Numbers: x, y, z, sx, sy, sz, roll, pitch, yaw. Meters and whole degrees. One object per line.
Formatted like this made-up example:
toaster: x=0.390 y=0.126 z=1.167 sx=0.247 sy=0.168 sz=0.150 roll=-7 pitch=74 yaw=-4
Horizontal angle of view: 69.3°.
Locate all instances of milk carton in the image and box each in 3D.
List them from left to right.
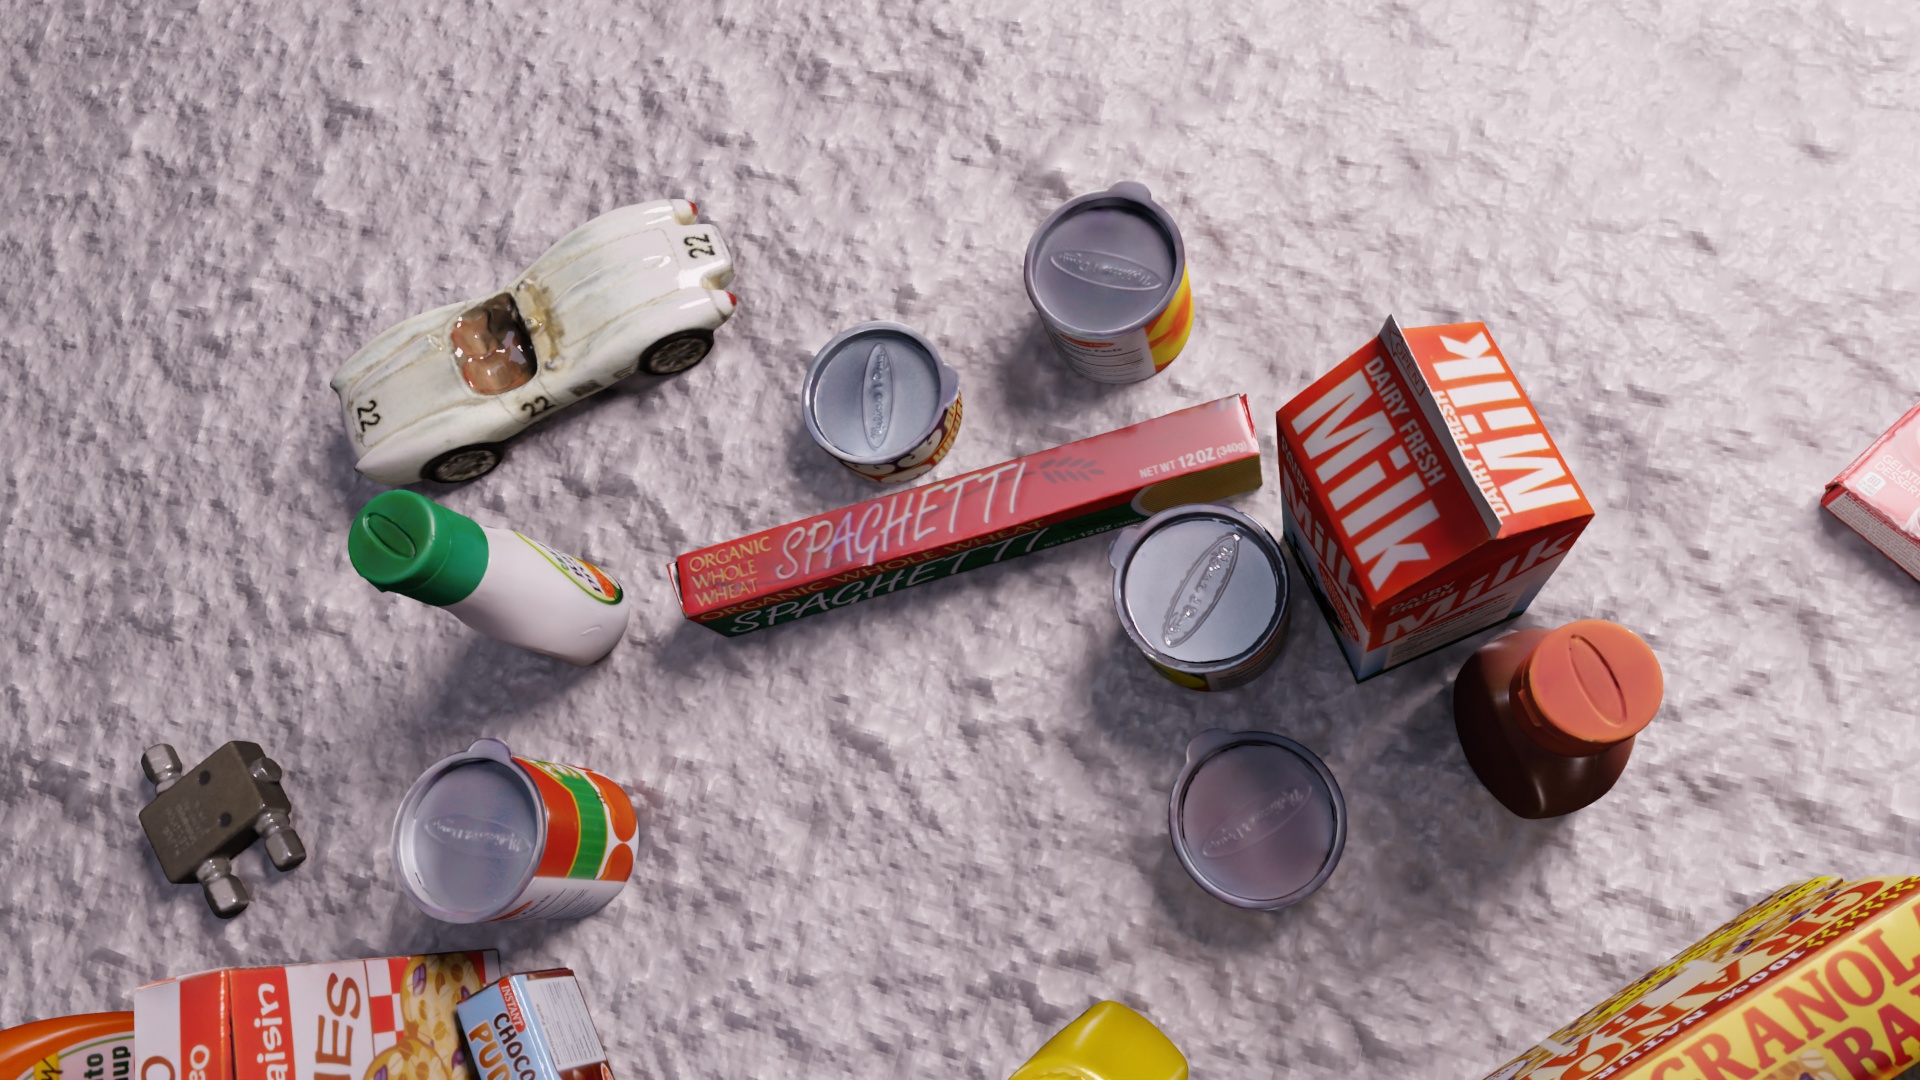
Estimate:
milk carton: x=0.155 y=-0.011 z=0.473 sx=0.073 sy=0.190 sz=0.072 roll=-24 pitch=72 yaw=7

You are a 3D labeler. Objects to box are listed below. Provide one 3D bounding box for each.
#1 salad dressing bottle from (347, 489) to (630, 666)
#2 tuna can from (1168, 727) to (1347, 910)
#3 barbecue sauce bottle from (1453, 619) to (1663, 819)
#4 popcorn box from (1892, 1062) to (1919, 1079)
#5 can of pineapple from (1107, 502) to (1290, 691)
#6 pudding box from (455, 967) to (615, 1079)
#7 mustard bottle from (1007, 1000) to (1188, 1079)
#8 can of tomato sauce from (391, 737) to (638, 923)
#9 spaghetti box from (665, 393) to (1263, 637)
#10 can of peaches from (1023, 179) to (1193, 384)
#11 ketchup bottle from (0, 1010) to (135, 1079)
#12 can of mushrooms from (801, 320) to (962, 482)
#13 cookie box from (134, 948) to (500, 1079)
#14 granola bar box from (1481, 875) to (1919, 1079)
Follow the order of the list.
salad dressing bottle: x=-0.189 y=0.017 z=0.571 sx=0.064 sy=0.147 sz=0.044 roll=34 pitch=86 yaw=19
tuna can: x=0.113 y=0.106 z=0.535 sx=0.071 sy=0.032 sz=0.071 roll=-3 pitch=75 yaw=13
barbecue sauce bottle: x=0.198 y=0.058 z=0.466 sx=0.043 sy=0.148 sz=0.065 roll=-23 pitch=72 yaw=7
popcorn box: x=0.329 y=0.171 z=0.438 sx=0.038 sy=0.085 sz=0.127 roll=2 pitch=76 yaw=14
can of pineapple: x=0.095 y=0.023 z=0.549 sx=0.071 sy=0.057 sz=0.071 roll=-3 pitch=75 yaw=13
pudding box: x=-0.167 y=0.219 z=0.564 sx=0.030 sy=0.049 sz=0.084 roll=-31 pitch=71 yaw=4
mustard bottle: x=0.040 y=0.192 z=0.462 sx=0.049 sy=0.160 sz=0.065 roll=35 pitch=86 yaw=19
can of tomato sauce: x=-0.181 y=0.122 z=0.575 sx=0.071 sy=0.083 sz=0.071 roll=-3 pitch=75 yaw=13
spaghetti box: x=0.002 y=-0.007 z=0.583 sx=0.250 sy=0.050 sz=0.029 roll=-16 pitch=73 yaw=9
can of peaches: x=0.066 y=-0.108 z=0.591 sx=0.071 sy=0.058 sz=0.071 roll=-3 pitch=75 yaw=13
ketchup bottle: x=-0.391 y=0.229 z=0.562 sx=0.043 sy=0.148 sz=0.065 roll=-1 pitch=76 yaw=14
can of mushrooms: x=-0.032 y=-0.061 z=0.615 sx=0.071 sy=0.033 sz=0.071 roll=-3 pitch=75 yaw=13
cookie box: x=-0.225 y=0.220 z=0.515 sx=0.040 sy=0.167 sz=0.123 roll=-15 pitch=73 yaw=10
granola bar box: x=0.229 y=0.167 z=0.442 sx=0.165 sy=0.124 sz=0.039 roll=-34 pitch=71 yaw=3
